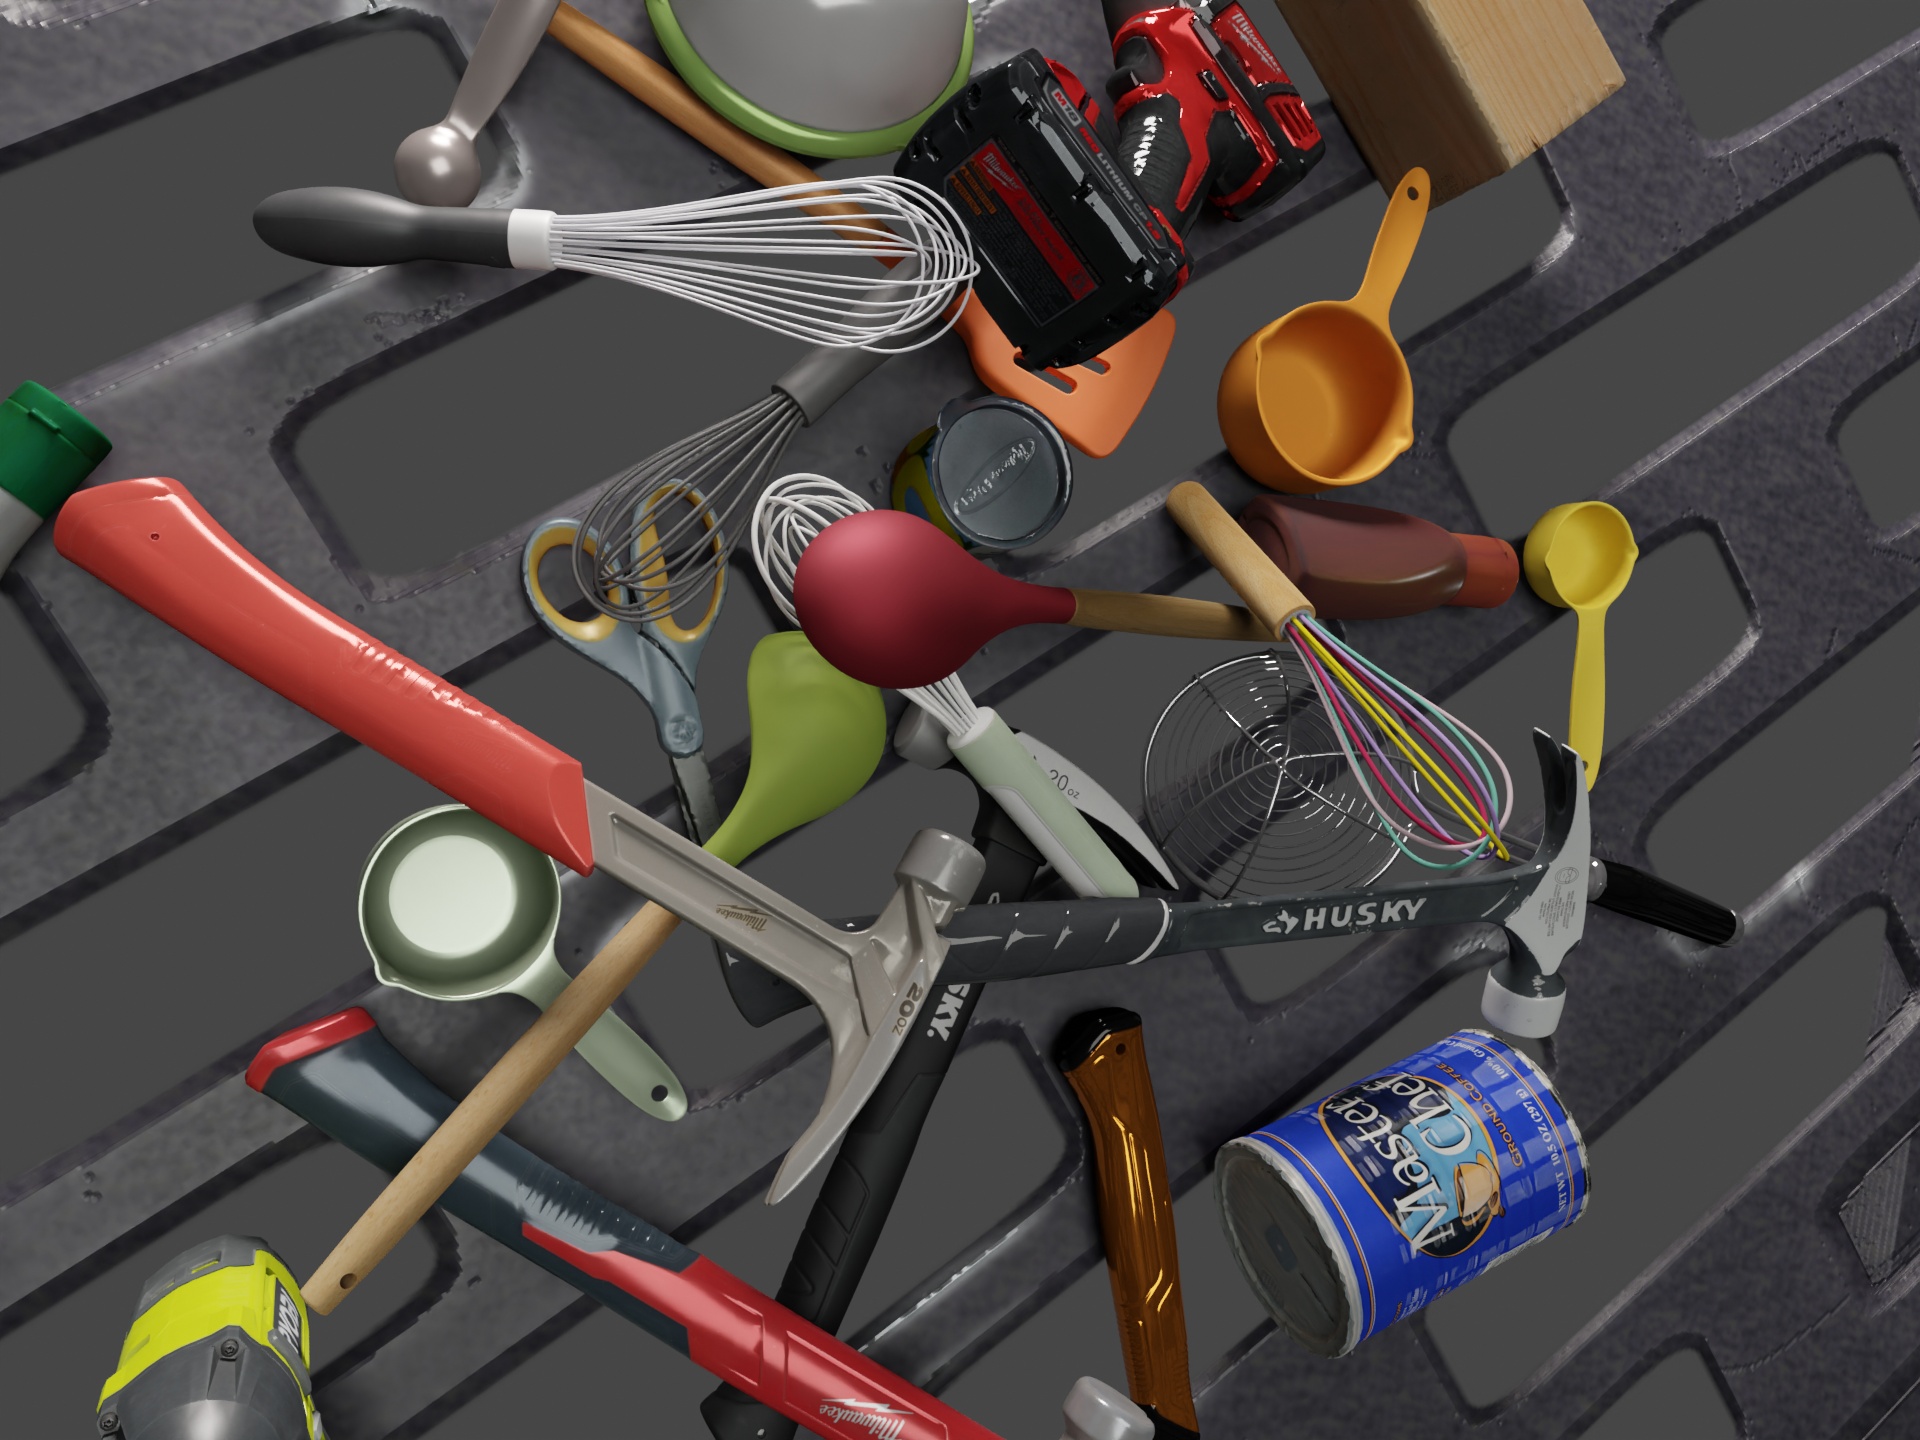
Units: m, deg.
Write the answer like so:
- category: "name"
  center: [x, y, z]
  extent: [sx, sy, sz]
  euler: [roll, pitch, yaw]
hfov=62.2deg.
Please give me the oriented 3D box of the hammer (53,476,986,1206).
- category: "hammer"
  center: [-0.175, 0.026, 0.585]
  extent: [0.359, 0.036, 0.149]
  euler: [31, 70, 0]

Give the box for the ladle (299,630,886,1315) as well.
- category: "ladle"
  center: [-0.138, 0.088, 0.622]
  extent: [0.320, 0.062, 0.078]
  euler: [-49, 131, -21]

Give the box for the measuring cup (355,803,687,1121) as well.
- category: "measuring cup"
  center: [-0.172, 0.103, 0.643]
  extent: [0.083, 0.038, 0.167]
  euler: [-46, 111, -18]

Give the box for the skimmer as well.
- category: "skimmer"
  center: [0.258, 0.065, 0.811]
  extent: [0.363, 0.090, 0.127]
  euler: [19, 77, -30]

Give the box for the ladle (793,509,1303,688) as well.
- category: "ladle"
  center: [0.060, -0.046, 0.678]
  extent: [0.315, 0.031, 0.069]
  euler: [0, 80, -46]

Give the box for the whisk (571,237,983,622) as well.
- category: "whisk"
  center: [-0.067, -0.129, 0.658]
  extent: [0.239, 0.055, 0.055]
  euler: [-46, 104, -15]

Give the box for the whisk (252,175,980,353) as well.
- category: "whisk"
  center: [-0.134, -0.185, 0.621]
  extent: [0.284, 0.070, 0.070]
  euler: [4, 87, 0]

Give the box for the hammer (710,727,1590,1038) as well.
- category: "hammer"
  center: [0.098, 0.084, 0.678]
  extent: [0.408, 0.036, 0.149]
  euler: [-2, 112, -19]

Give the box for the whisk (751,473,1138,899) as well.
- category: "whisk"
  center: [-0.001, -0.002, 0.660]
  extent: [0.246, 0.058, 0.059]
  euler: [50, 56, -20]

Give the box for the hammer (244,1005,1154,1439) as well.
- category: "hammer"
  center: [-0.114, 0.245, 0.629]
  extent: [0.386, 0.038, 0.143]
  euler: [34, 81, -8]

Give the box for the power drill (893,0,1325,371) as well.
- category: "power drill"
  center: [0.073, -0.261, 0.697]
  extent: [0.143, 0.078, 0.220]
  euler: [51, 48, -13]

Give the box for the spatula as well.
- category: "spatula"
  center: [-0.053, -0.227, 0.696]
  extent: [0.322, 0.041, 0.081]
  euler: [31, 78, -16]

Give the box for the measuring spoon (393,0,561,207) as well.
- category: "measuring spoon"
  center: [-0.187, -0.257, 0.630]
  extent: [0.034, 0.018, 0.124]
  euler: [31, 104, -15]

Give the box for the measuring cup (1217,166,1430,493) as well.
- category: "measuring cup"
  center: [0.185, -0.191, 0.781]
  extent: [0.095, 0.052, 0.174]
  euler: [28, 77, -18]

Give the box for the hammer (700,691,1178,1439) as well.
- category: "hammer"
  center: [-0.021, 0.167, 0.697]
  extent: [0.146, 0.035, 0.335]
  euler: [27, 79, -17]

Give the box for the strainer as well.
- category: "strainer"
  center: [-0.103, -0.326, 0.650]
  extent: [0.256, 0.069, 0.151]
  euler: [7, 74, -21]

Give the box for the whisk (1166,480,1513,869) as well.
- category: "whisk"
  center: [0.159, -0.026, 0.695]
  extent: [0.047, 0.245, 0.051]
  euler: [6, 128, -38]

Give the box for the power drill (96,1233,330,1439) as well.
- category: "power drill"
  center: [-0.216, 0.300, 0.547]
  extent: [0.080, 0.171, 0.223]
  euler: [-30, 102, -19]

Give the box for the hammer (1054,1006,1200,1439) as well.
- category: "hammer"
  center: [0.099, 0.299, 0.739]
  extent: [0.127, 0.034, 0.337]
  euler: [-10, 91, -20]

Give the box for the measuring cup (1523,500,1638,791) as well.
- category: "measuring cup"
  center: [0.326, -0.039, 0.848]
  extent: [0.062, 0.029, 0.156]
  euler: [-7, 102, -21]
